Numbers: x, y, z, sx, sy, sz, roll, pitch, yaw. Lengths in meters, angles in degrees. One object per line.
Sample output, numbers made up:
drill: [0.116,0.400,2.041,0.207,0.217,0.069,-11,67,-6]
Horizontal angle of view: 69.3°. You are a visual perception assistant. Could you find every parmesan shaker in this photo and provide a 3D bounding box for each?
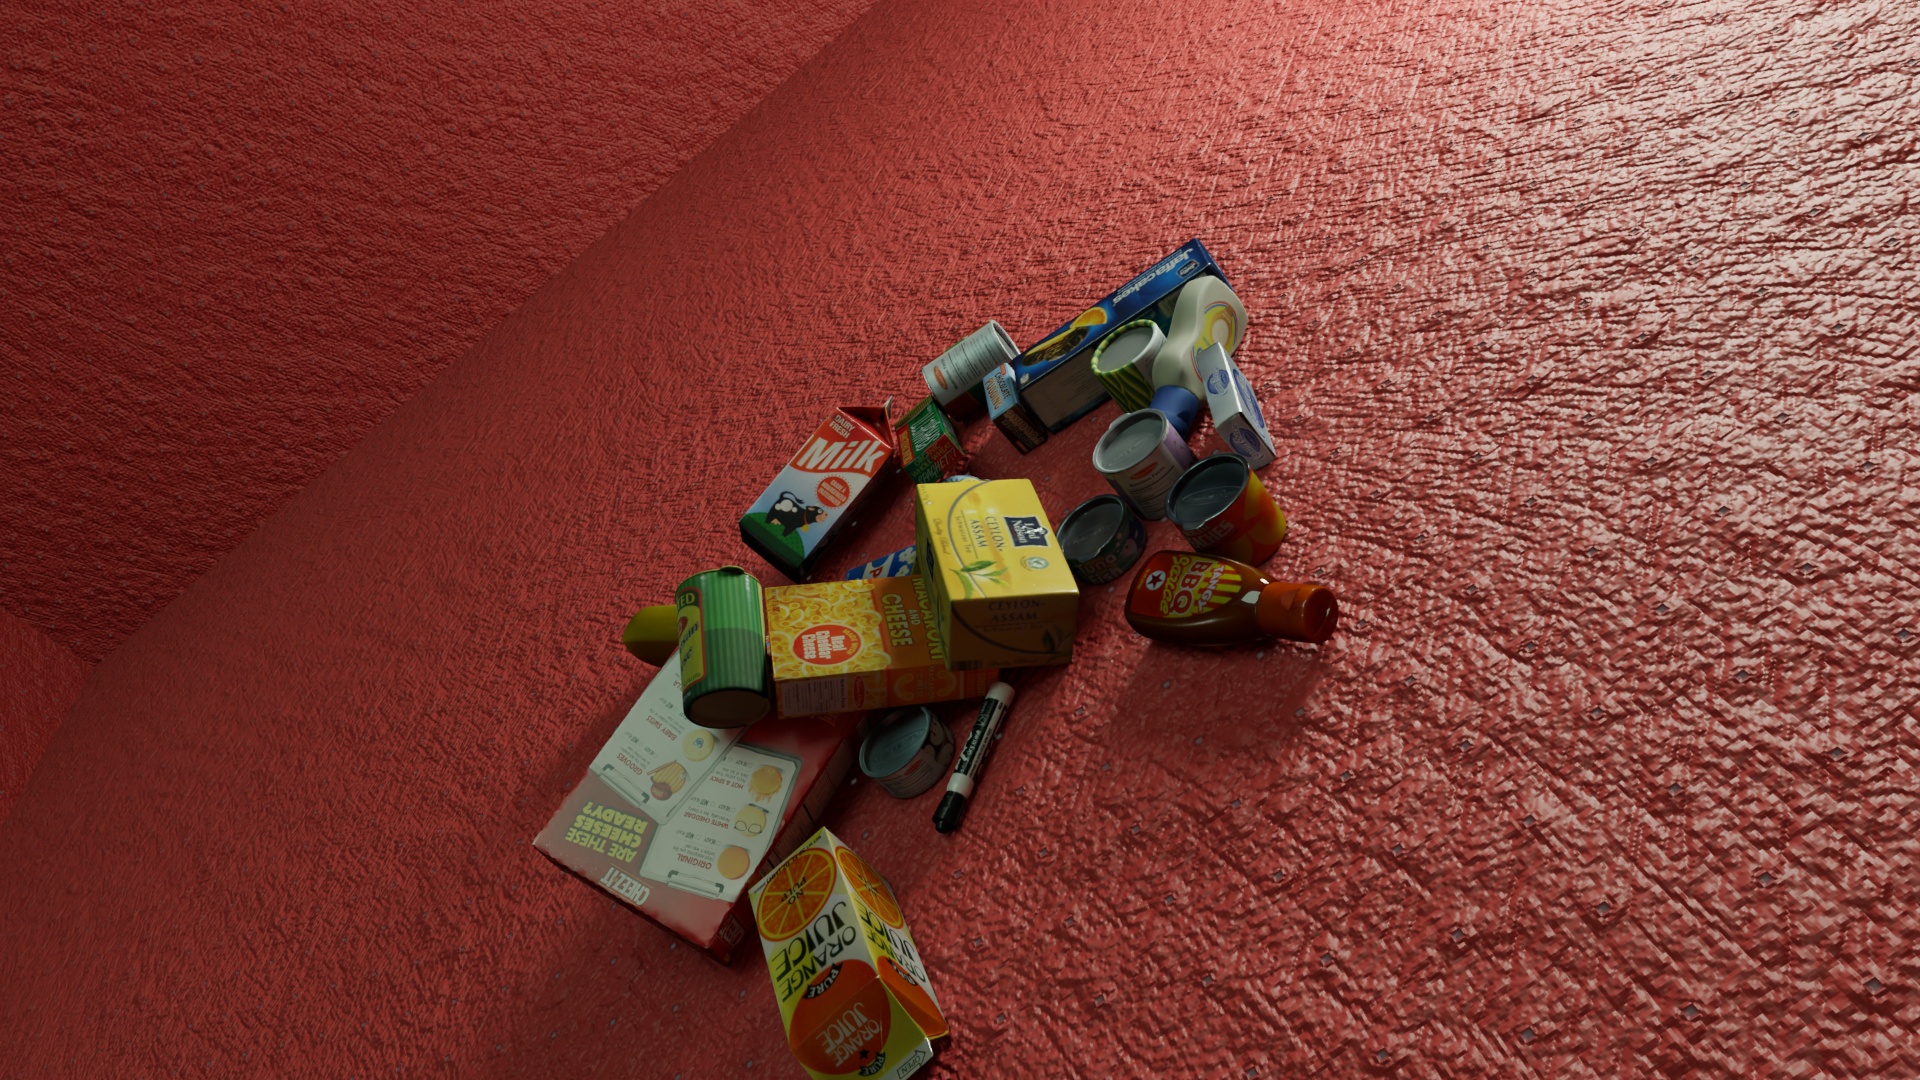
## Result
parmesan shaker: [-0.178,0.080,1.043,0.071,0.071,0.103,-28,53,23]

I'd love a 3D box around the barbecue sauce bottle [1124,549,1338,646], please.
barbecue sauce bottle: [0.178,0.042,0.916,0.148,0.043,0.065,6,60,52]

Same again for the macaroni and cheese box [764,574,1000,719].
macaroni and cheese box: [-0.063,0.077,1.067,0.167,0.040,0.124,-5,32,-9]

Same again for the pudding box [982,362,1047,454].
pudding box: [0.049,-0.122,1.269,0.030,0.049,0.084,-35,31,17]

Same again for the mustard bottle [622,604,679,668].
mustard bottle: [-0.256,0.090,1.345,0.160,0.065,0.049,-8,50,36]

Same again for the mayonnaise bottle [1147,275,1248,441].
mayonnaise bottle: [0.187,-0.142,1.125,0.041,0.064,0.149,-9,47,47]

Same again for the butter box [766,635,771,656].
butter box: [-0.160,0.096,1.210,0.053,0.024,0.104,-12,9,43]

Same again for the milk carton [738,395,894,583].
milk carton: [-0.126,-0.058,1.344,0.191,0.073,0.072,-51,-5,-16]

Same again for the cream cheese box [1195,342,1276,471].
cream cheese box: [0.208,-0.102,1.055,0.024,0.053,0.104,-32,32,22]

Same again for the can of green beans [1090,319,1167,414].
can of green beans: [0.152,-0.143,1.168,0.071,0.057,0.071,-30,32,21]

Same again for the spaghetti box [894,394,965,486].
spaghetti box: [-0.031,-0.093,1.279,0.050,0.028,0.250,-40,13,6]

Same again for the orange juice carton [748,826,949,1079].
orange juice carton: [-0.070,0.277,0.875,0.072,0.073,0.193,-41,30,3]

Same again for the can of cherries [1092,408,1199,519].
can of cherries: [0.145,-0.060,1.070,0.071,0.058,0.072,-31,32,22]

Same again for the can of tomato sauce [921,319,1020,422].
can of tomato sauce: [0.015,-0.165,1.350,0.083,0.071,0.071,-33,31,15]

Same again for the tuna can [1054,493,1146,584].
tuna can: [0.107,0.001,1.062,0.071,0.032,0.071,-30,32,21]

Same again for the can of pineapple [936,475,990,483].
can of pineapple: [0.004,-0.015,1.167,0.071,0.071,0.058,-37,31,9]

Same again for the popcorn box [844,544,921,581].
popcorn box: [-0.070,0.070,1.174,0.085,0.038,0.127,-22,36,34]

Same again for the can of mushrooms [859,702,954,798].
can of mushrooms: [-0.040,0.155,1.035,0.071,0.033,0.071,-30,33,22]

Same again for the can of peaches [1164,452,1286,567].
can of peaches: [0.184,-0.016,0.969,0.071,0.058,0.071,-29,33,21]
